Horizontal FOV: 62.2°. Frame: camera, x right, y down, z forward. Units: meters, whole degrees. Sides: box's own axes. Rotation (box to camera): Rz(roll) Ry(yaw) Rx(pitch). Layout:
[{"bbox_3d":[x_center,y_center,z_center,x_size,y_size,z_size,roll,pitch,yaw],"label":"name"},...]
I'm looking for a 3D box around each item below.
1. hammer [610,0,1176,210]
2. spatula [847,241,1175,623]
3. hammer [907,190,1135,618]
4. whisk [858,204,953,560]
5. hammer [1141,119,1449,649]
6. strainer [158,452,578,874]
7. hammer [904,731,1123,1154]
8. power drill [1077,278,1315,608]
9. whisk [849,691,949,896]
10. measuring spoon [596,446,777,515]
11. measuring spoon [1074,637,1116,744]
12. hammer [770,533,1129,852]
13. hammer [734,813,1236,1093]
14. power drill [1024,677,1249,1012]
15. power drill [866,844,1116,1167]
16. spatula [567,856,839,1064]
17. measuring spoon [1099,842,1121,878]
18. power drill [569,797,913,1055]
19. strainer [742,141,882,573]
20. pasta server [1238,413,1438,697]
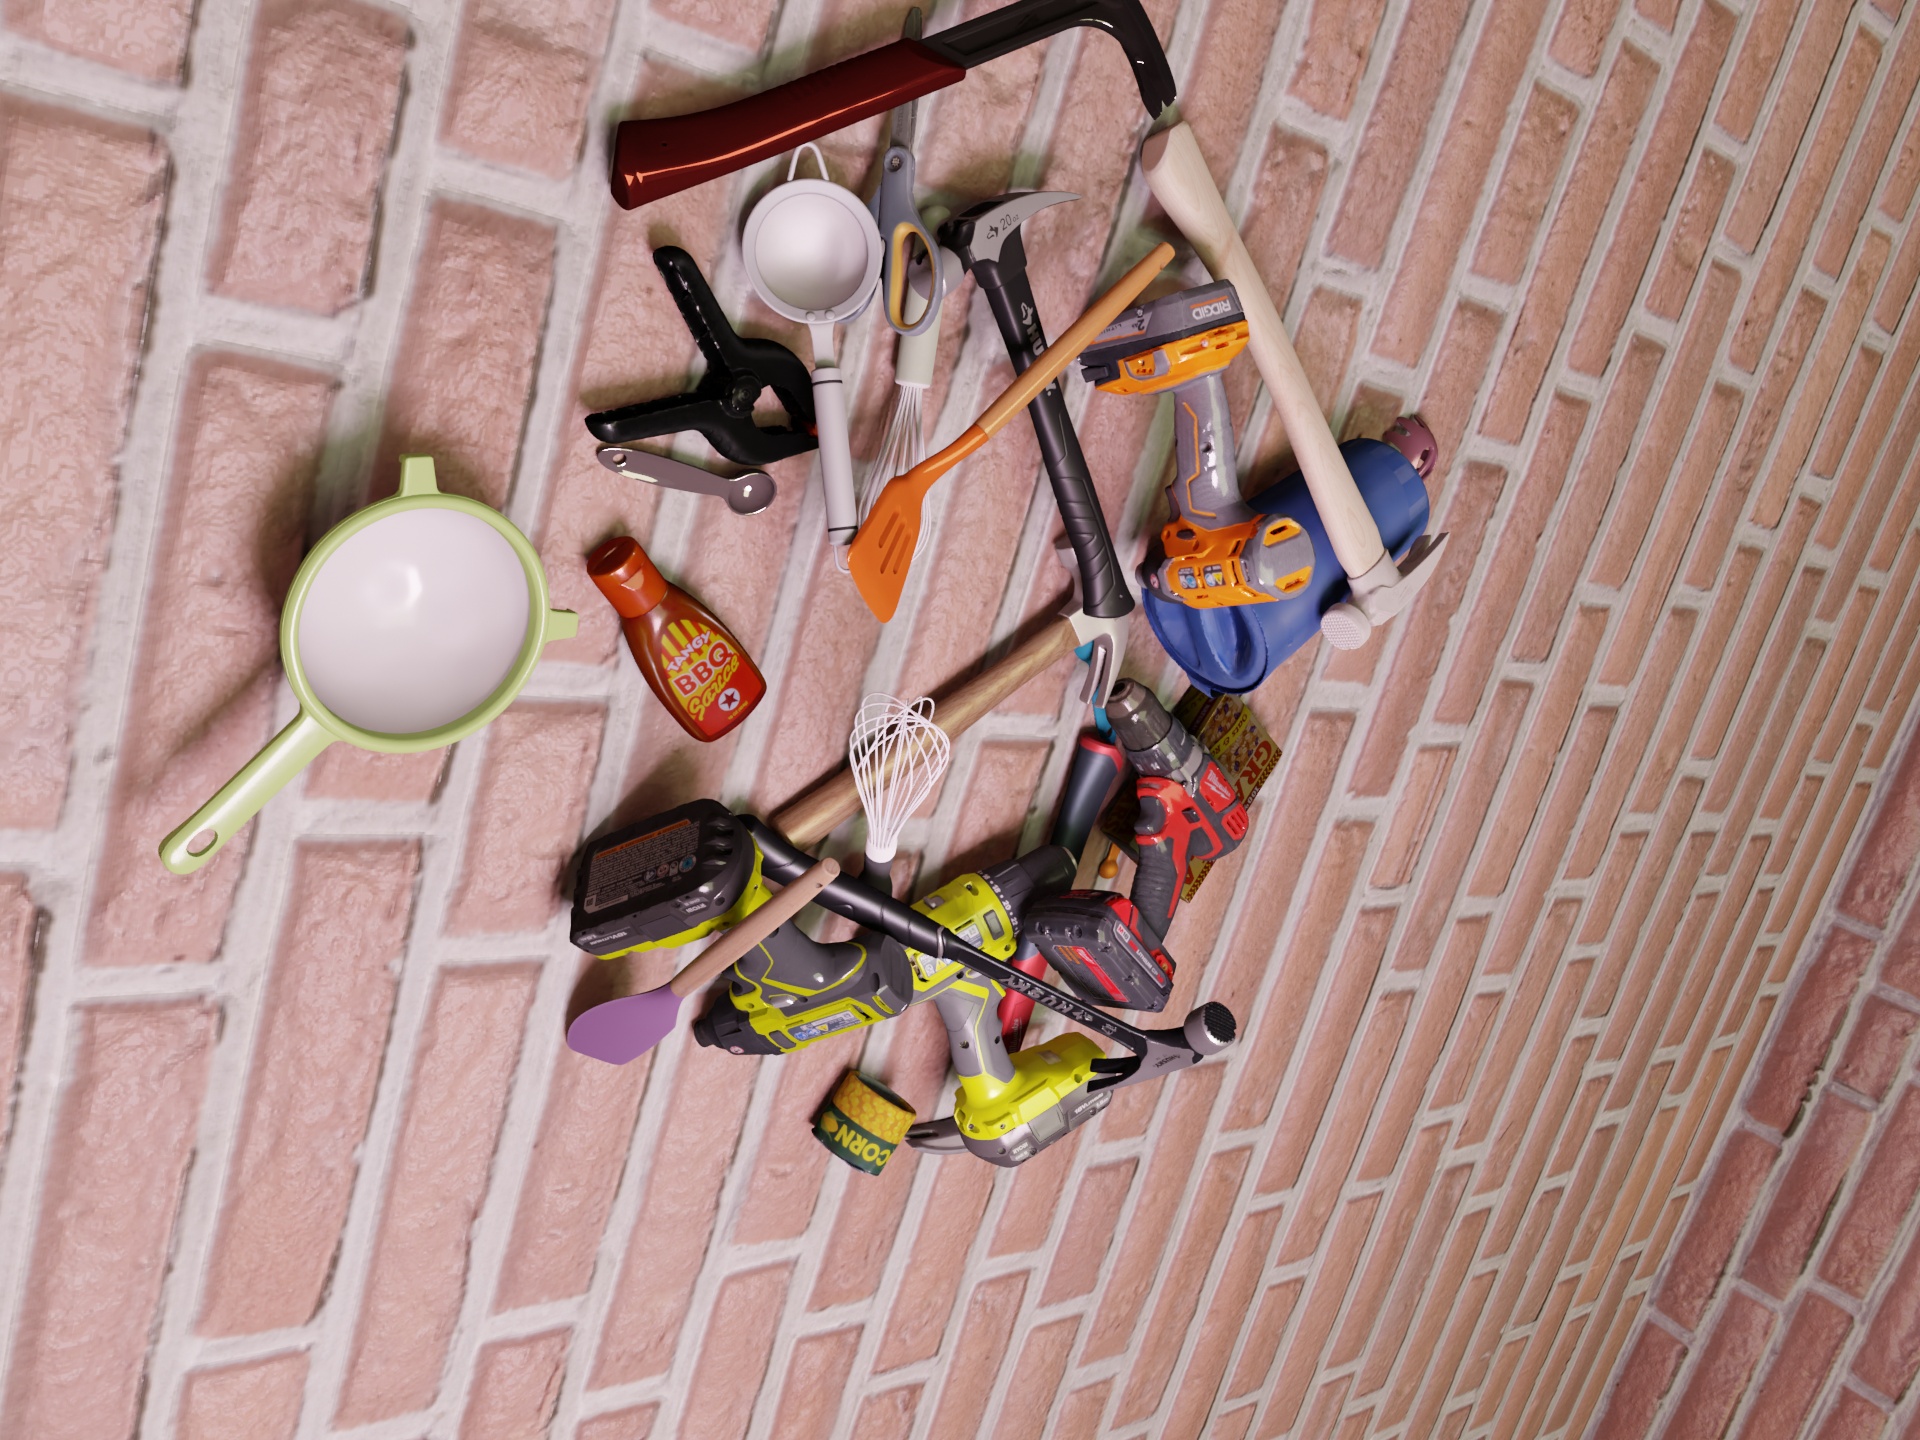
[{"bbox_3d":[-0.042,-0.375,0.950,0.359,0.037,0.149,-30,92,-20],"label":"hammer"},{"bbox_3d":[0.036,-0.200,1.039,0.322,0.041,0.080,-46,149,-11],"label":"spatula"},{"bbox_3d":[0.069,-0.210,1.125,0.146,0.035,0.334,-46,131,-29],"label":"hammer"},{"bbox_3d":[-0.034,-0.219,1.067,0.057,0.059,0.246,-3,108,-43],"label":"whisk"},{"bbox_3d":[0.252,-0.261,1.206,0.146,0.038,0.410,-42,113,-29],"label":"hammer"},{"bbox_3d":[-0.347,-0.024,0.879,0.256,0.069,0.151,-47,136,-11],"label":"strainer"},{"bbox_3d":[0.052,0.194,1.355,0.143,0.038,0.386,4,109,-40],"label":"hammer"},{"bbox_3d":[0.162,-0.191,1.167,0.084,0.164,0.226,-23,101,-30],"label":"power drill"},{"bbox_3d":[-0.054,0.071,1.131,0.070,0.070,0.284,-30,155,-26],"label":"whisk"},{"bbox_3d":[-0.172,-0.157,1.002,0.124,0.018,0.034,10,128,-37],"label":"measuring spoon"},{"bbox_3d":[0.121,-0.029,1.311,0.042,0.021,0.128,-30,126,-26],"label":"measuring spoon"},{"bbox_3d":[-0.002,-0.004,1.204,0.331,0.031,0.130,-37,119,-18],"label":"hammer"},{"bbox_3d":[-0.001,0.172,1.174,0.408,0.149,0.036,29,48,-17],"label":"hammer"},{"bbox_3d":[0.139,0.097,1.267,0.187,0.080,0.227,52,54,-31],"label":"power drill"},{"bbox_3d":[0.039,0.226,1.290,0.190,0.080,0.228,-29,111,-16],"label":"power drill"},{"bbox_3d":[-0.170,0.161,1.025,0.059,0.018,0.316,27,135,-26],"label":"spatula"},{"bbox_3d":[0.151,0.088,1.405,0.021,0.011,0.117,15,101,-44],"label":"measuring spoon"},{"bbox_3d":[-0.159,0.158,1.095,0.171,0.080,0.223,-21,135,20],"label":"power drill"},{"bbox_3d":[-0.085,-0.219,0.982,0.087,0.050,0.258,-7,94,-14],"label":"strainer"},{"bbox_3d":[0.334,-0.143,1.437,0.316,0.040,0.060,-51,135,-2],"label":"pasta server"}]
